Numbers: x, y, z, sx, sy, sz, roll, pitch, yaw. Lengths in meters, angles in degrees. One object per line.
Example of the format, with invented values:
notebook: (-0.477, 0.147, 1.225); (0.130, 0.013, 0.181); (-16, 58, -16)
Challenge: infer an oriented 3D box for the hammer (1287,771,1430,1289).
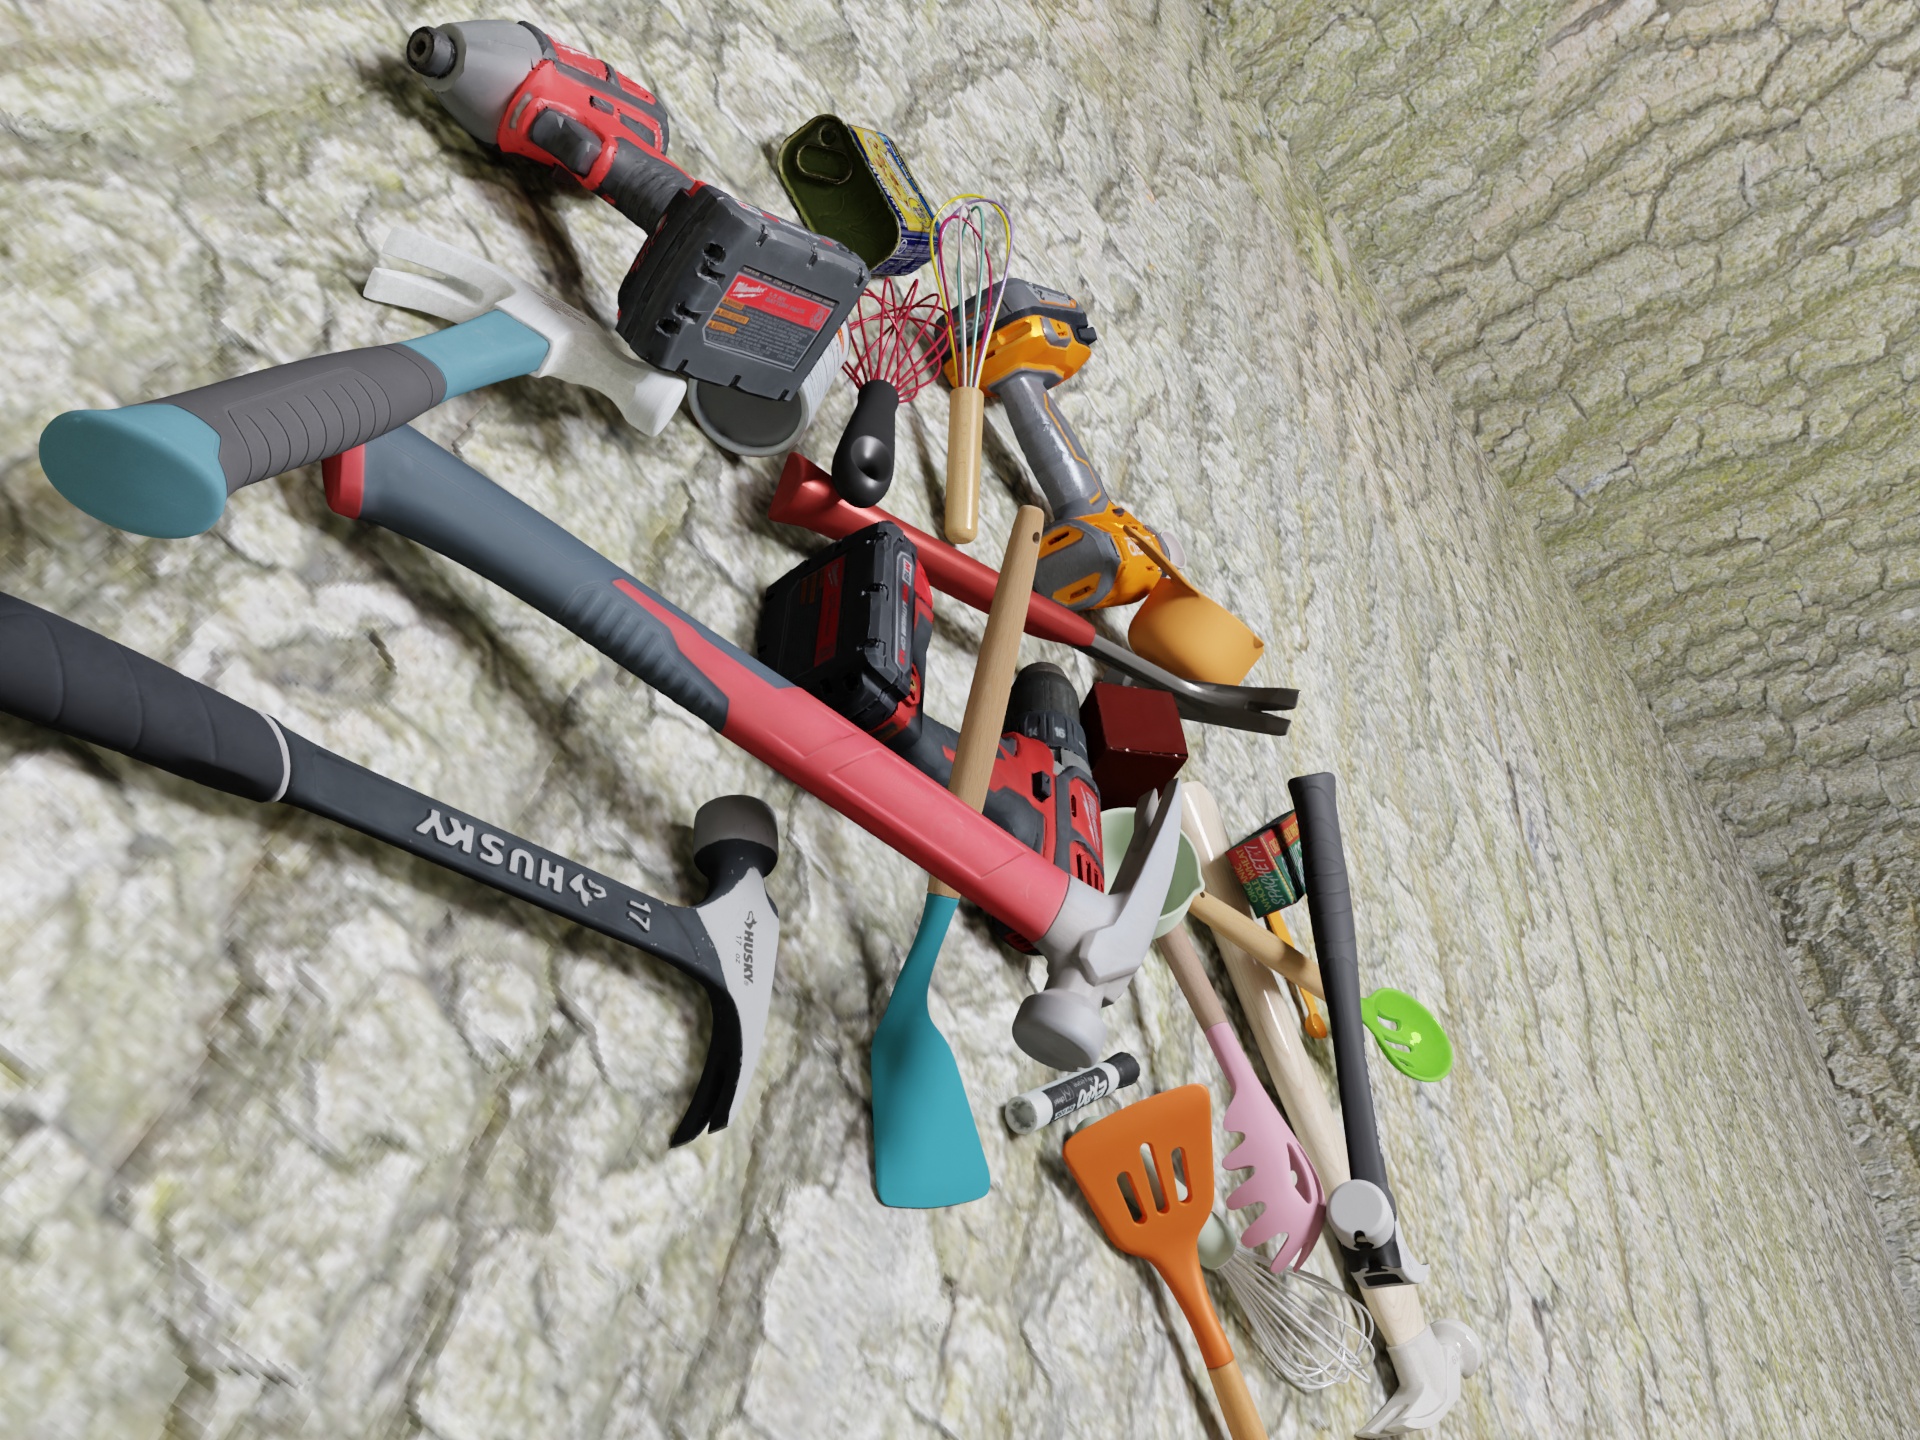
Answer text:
hammer: (0.231, 0.172, 0.955); (0.146, 0.035, 0.335); (57, 26, -47)

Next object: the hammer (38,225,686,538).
hammer: (-0.200, -0.120, 0.564); (0.128, 0.033, 0.331); (32, 21, -5)

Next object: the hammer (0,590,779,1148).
hammer: (-0.210, 0.024, 0.515); (0.408, 0.036, 0.149); (32, 41, -41)

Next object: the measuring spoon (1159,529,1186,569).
measuring spoon: (0.146, -0.116, 1.238); (0.034, 0.018, 0.124); (57, 36, -8)

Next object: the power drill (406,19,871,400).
power drill: (-0.157, -0.251, 0.748); (0.220, 0.078, 0.143); (46, 22, 23)

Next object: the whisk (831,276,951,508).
whisk: (-0.044, -0.189, 0.903); (0.073, 0.073, 0.296); (48, 23, -23)

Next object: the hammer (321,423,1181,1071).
hammer: (-0.075, -0.016, 0.647); (0.386, 0.038, 0.143); (35, 56, -13)

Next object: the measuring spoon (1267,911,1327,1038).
measuring spoon: (0.231, 0.171, 1.121); (0.021, 0.011, 0.117); (18, 47, -51)

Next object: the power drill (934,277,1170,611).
power drill: (0.078, -0.186, 1.122); (0.164, 0.084, 0.226); (-12, 79, -61)

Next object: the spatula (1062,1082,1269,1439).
spatula: (0.139, 0.341, 0.780); (0.041, 0.081, 0.323); (131, -62, -76)

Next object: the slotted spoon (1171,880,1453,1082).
slotted spoon: (0.230, 0.167, 1.028); (0.313, 0.031, 0.070); (34, 37, -38)

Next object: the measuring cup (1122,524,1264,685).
measuring cup: (0.136, -0.069, 1.057); (0.095, 0.052, 0.173); (33, -3, 41)

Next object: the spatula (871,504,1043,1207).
spatula: (0.007, 0.057, 0.724); (0.082, 0.044, 0.317); (17, 84, -51)

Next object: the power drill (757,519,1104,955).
power drill: (-0.001, -0.003, 0.834); (0.226, 0.080, 0.188); (43, 33, -35)

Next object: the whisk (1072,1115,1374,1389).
whisk: (0.142, 0.284, 0.845); (0.246, 0.058, 0.059); (45, -2, -22)

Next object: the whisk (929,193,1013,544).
whisk: (0.001, -0.230, 1.023); (0.047, 0.051, 0.245); (11, 72, -30)

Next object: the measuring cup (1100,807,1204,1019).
measuring cup: (0.082, 0.125, 0.886); (0.083, 0.038, 0.168); (18, 56, 8)

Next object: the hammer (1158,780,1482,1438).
hammer: (0.210, 0.232, 1.004); (0.146, 0.038, 0.411); (1, 63, -56)

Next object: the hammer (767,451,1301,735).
hammer: (0.040, -0.065, 0.923); (0.358, 0.149, 0.037); (24, 81, -40)

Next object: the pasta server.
pasta server: (0.129, 0.157, 0.908); (0.060, 0.040, 0.317); (20, 36, -45)
